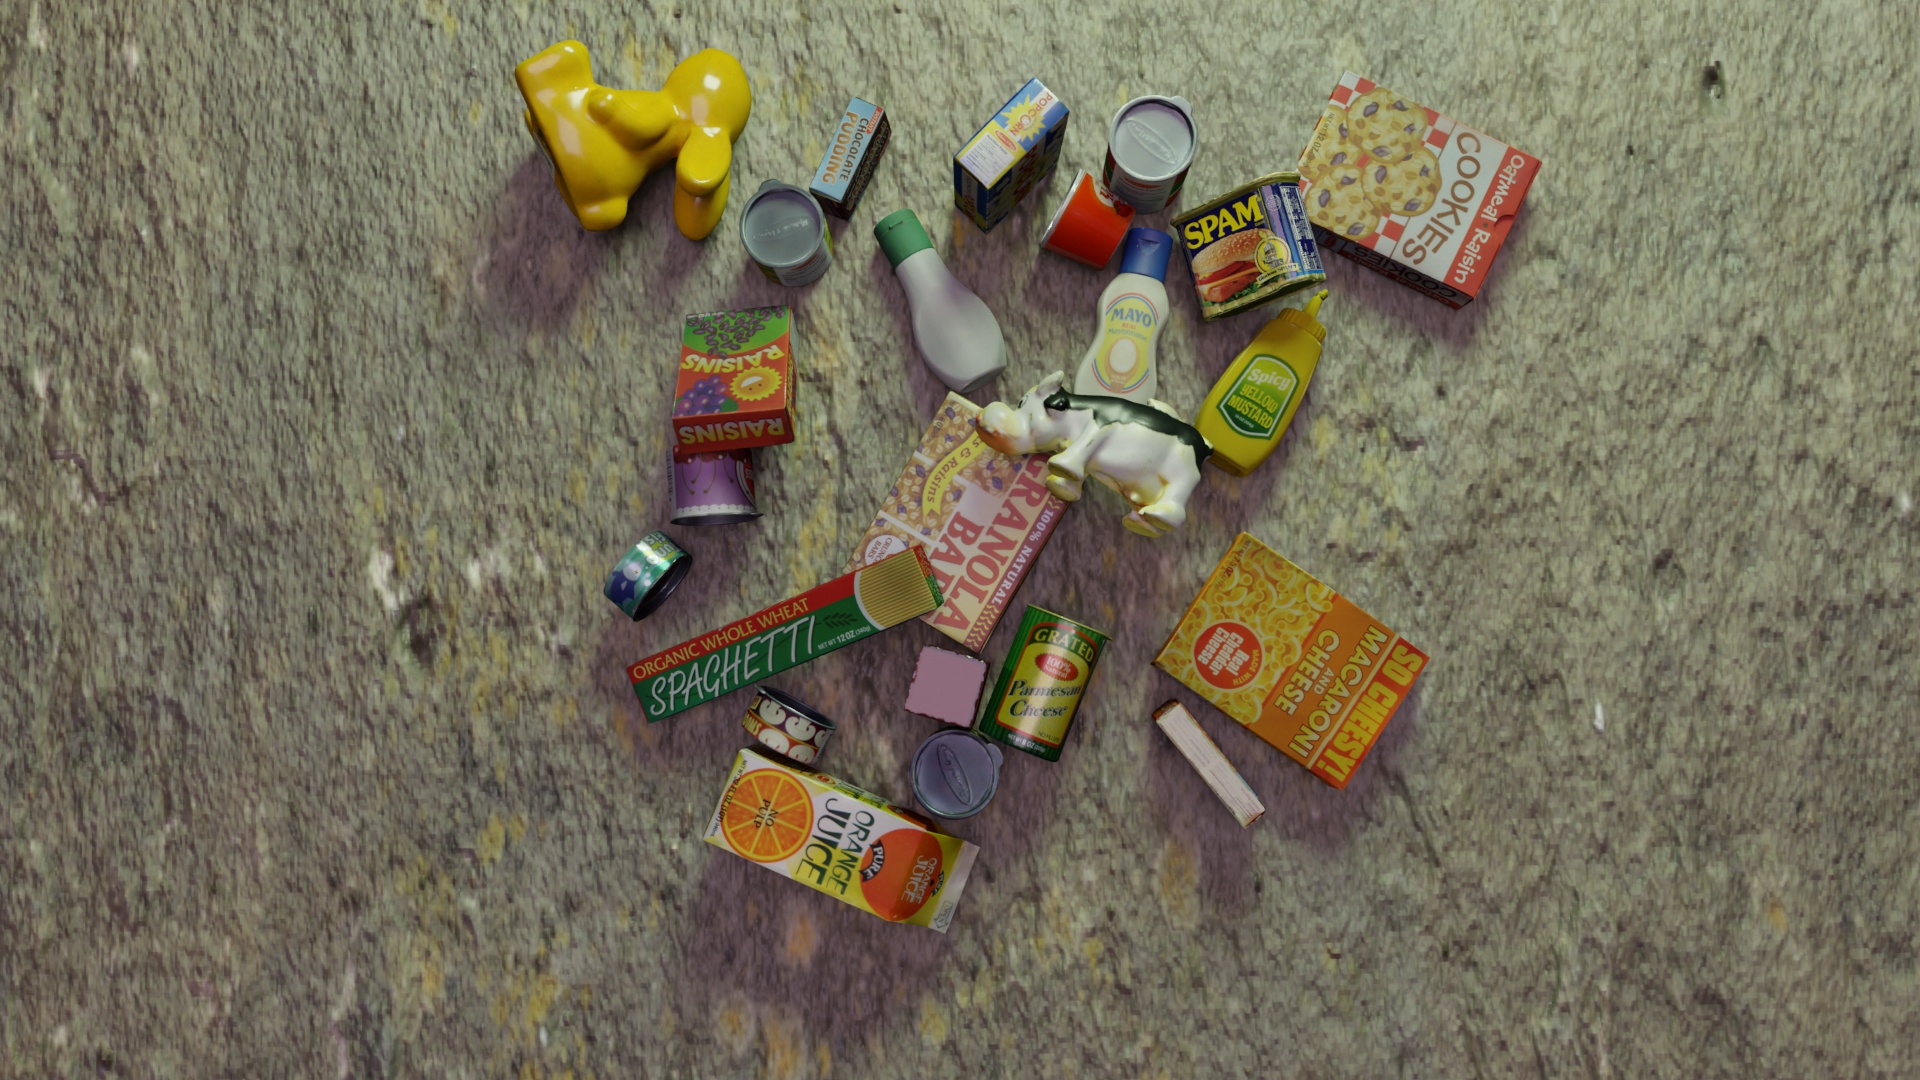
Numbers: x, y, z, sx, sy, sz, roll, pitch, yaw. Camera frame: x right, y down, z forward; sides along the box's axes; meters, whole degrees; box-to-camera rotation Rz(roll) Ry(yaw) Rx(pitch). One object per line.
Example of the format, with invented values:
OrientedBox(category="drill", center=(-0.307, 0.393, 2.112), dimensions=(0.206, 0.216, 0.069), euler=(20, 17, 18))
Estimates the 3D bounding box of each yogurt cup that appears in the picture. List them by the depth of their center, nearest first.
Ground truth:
OrientedBox(category="yogurt cup", center=(0.100, -0.245, 1.076), dimensions=(0.054, 0.072, 0.072), euler=(28, 87, -4))

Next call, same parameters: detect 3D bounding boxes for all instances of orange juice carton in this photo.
OrientedBox(category="orange juice carton", center=(-0.086, 0.223, 1.037), dimensions=(0.193, 0.073, 0.072), euler=(23, 86, 3))

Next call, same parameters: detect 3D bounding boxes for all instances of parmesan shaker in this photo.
OrientedBox(category="parmesan shaker", center=(0.065, 0.108, 1.046), dimensions=(0.071, 0.071, 0.103), euler=(22, 87, 3))

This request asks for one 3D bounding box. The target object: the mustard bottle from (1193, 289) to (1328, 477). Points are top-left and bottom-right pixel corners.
OrientedBox(category="mustard bottle", center=(0.239, -0.128, 1.068), dimensions=(0.065, 0.049, 0.160), euler=(31, 87, 3))

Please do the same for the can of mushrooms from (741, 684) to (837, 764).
OrientedBox(category="can of mushrooms", center=(-0.132, 0.138, 1.049), dimensions=(0.071, 0.071, 0.033), euler=(29, 89, 4))

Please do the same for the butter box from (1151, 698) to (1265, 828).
OrientedBox(category="butter box", center=(0.186, 0.166, 1.043), dimensions=(0.024, 0.053, 0.103), euler=(-39, 85, 2))

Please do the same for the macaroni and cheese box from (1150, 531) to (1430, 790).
OrientedBox(category="macaroni and cheese box", center=(0.249, 0.090, 1.054), dimensions=(0.166, 0.040, 0.124), euler=(34, 87, 5))

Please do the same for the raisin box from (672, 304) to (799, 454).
OrientedBox(category="raisin box", center=(-0.169, -0.123, 1.054), dimensions=(0.086, 0.039, 0.124), euler=(-5, 46, 1))

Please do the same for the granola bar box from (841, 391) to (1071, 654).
OrientedBox(category="granola bar box", center=(0.004, -0.013, 1.071), dimensions=(0.124, 0.039, 0.165), euler=(30, 87, 4))

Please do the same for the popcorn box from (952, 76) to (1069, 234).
OrientedBox(category="popcorn box", center=(0.036, -0.288, 1.049), dimensions=(0.038, 0.126, 0.085), euler=(44, 89, 1))

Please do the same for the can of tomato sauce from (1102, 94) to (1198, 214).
OrientedBox(category="can of tomato sauce", center=(0.145, -0.297, 1.068), dimensions=(0.071, 0.083, 0.071), euler=(0, 86, 2))

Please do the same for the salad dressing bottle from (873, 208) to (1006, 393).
OrientedBox(category="salad dressing bottle", center=(-0.018, -0.188, 1.085), dimensions=(0.064, 0.044, 0.147), euler=(-29, 84, 1))

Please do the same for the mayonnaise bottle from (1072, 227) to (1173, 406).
OrientedBox(category="mayonnaise bottle", center=(0.131, -0.167, 1.078), dimensions=(0.065, 0.041, 0.148), euler=(13, 86, 5))

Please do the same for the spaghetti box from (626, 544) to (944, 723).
OrientedBox(category="spaghetti box", center=(-0.135, 0.073, 1.050), dimensions=(0.250, 0.029, 0.050), euler=(-23, 90, 11))

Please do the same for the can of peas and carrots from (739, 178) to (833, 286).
OrientedBox(category="can of peas and carrots", center=(-0.136, -0.239, 1.085), dimensions=(0.071, 0.058, 0.071), euler=(0, 85, 2))

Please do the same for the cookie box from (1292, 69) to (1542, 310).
OrientedBox(category="cookie box", center=(0.345, -0.272, 1.081), dimensions=(0.167, 0.040, 0.123), euler=(27, 87, 4))

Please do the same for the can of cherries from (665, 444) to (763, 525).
OrientedBox(category="can of cherries", center=(-0.189, -0.044, 1.067), dimensions=(0.071, 0.071, 0.058), euler=(-5, 84, 2))

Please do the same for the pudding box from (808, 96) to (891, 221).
OrientedBox(category="pudding box", center=(-0.086, -0.299, 1.093), dimensions=(0.030, 0.049, 0.084), euler=(25, 86, 5))

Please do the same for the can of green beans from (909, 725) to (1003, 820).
OrientedBox(category="can of green beans", center=(-0.003, 0.174, 1.046), dimensions=(0.071, 0.058, 0.071), euler=(0, 85, 2))

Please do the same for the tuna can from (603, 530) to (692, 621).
OrientedBox(category="tuna can", center=(-0.238, 0.025, 1.061), dimensions=(0.033, 0.071, 0.071), euler=(39, 88, 5))
